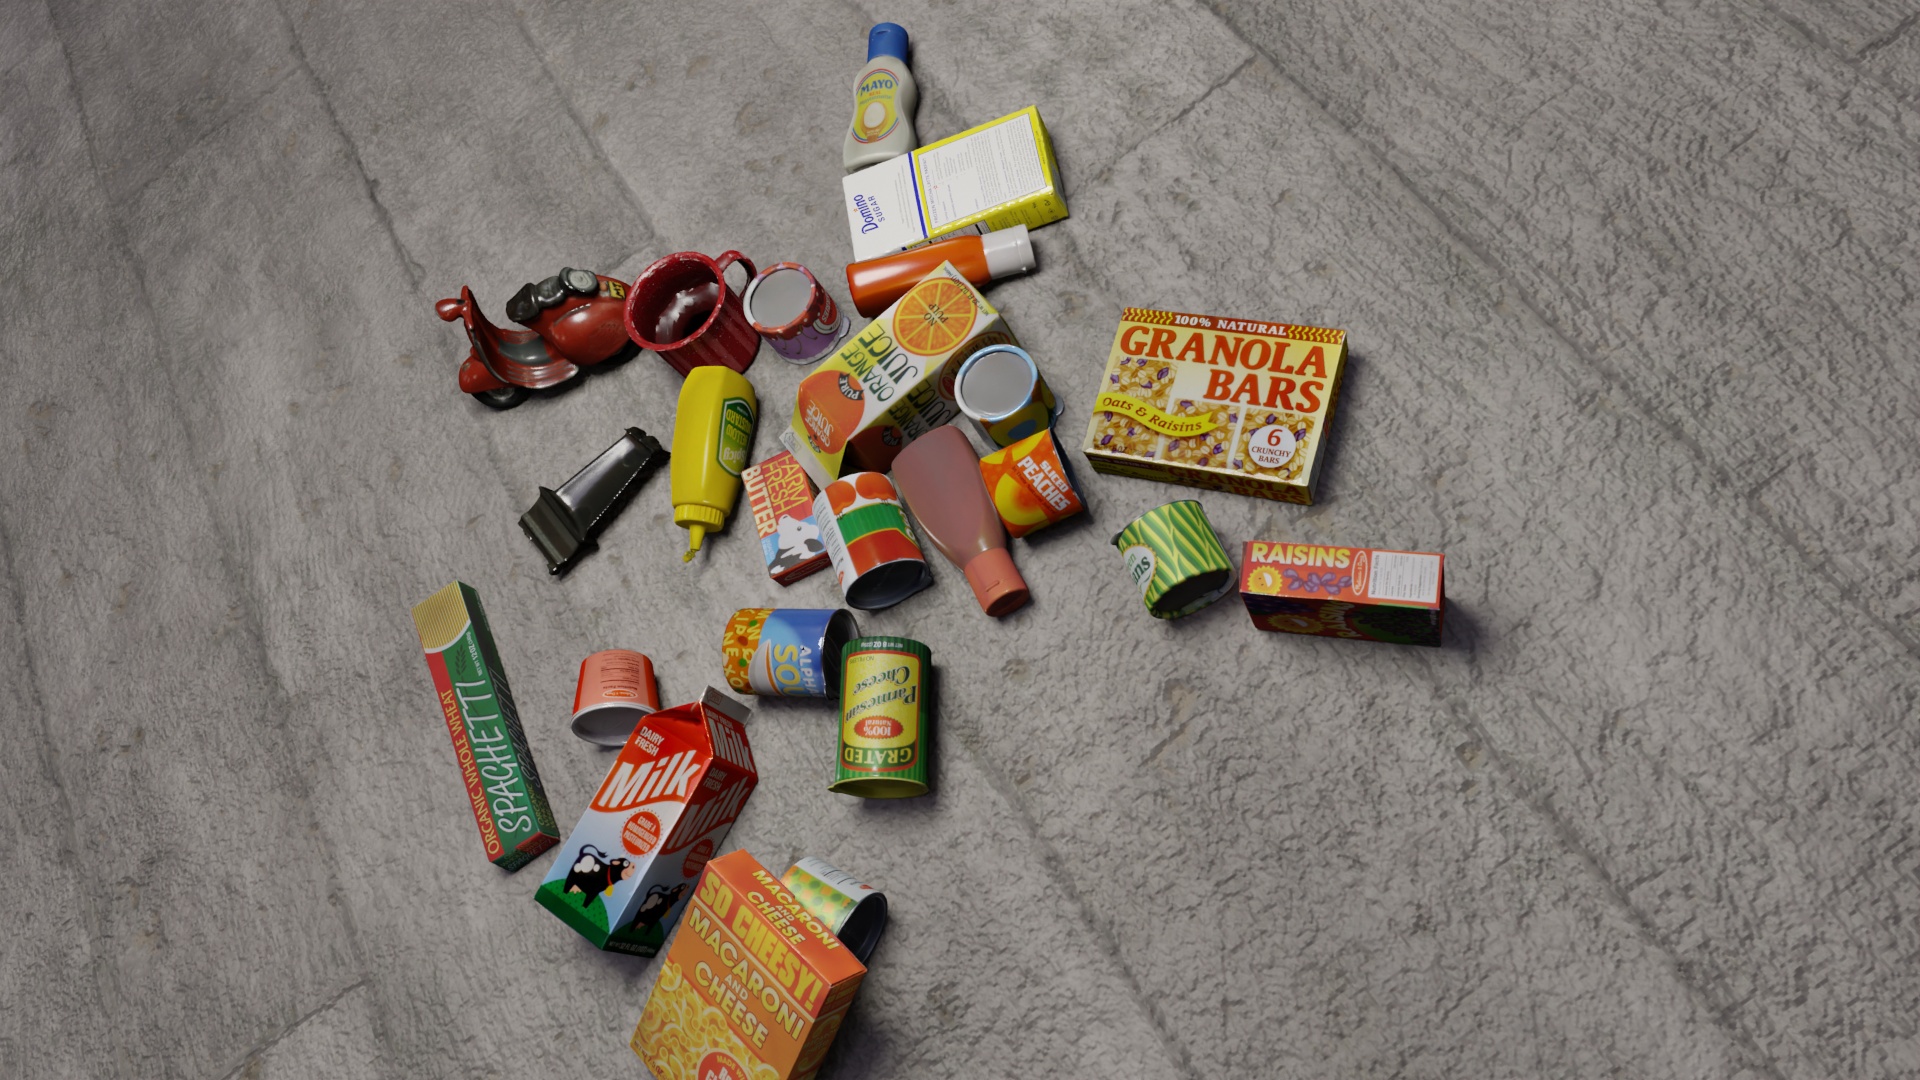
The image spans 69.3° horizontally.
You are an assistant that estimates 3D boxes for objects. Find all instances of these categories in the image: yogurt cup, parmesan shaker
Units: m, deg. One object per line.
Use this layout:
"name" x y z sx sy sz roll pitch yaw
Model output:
"yogurt cup" -0.264 0.119 1.065 0.072 0.072 0.054 -17 56 13
"parmesan shaker" -0.057 0.126 0.985 0.071 0.071 0.103 -7 66 17

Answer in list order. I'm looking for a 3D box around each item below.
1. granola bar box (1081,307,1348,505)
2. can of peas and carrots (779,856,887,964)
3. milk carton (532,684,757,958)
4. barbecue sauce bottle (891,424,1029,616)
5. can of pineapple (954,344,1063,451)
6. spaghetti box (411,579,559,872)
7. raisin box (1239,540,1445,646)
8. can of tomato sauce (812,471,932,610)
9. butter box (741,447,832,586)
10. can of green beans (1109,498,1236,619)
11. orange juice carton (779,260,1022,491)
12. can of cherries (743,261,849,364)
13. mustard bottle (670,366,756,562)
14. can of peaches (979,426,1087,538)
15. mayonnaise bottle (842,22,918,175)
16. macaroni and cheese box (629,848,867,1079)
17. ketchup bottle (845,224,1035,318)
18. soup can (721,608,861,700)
"granola bar box" 0.186 -0.100 1.009 0.165 0.039 0.124 11 73 24
"can of peas and carrots" -0.093 0.259 0.942 0.059 0.071 0.071 22 77 27
"milk carton" -0.216 0.197 1.009 0.073 0.072 0.191 25 78 27
"barbecue sauce bottle" 0.004 -0.013 1.035 0.065 0.043 0.149 -34 62 11
"can of pineapple" 0.036 -0.108 1.055 0.071 0.057 0.071 -7 66 17
"spaghetti box" -0.384 0.144 1.117 0.050 0.028 0.251 -33 61 5
"raisin box" 0.249 0.034 0.903 0.123 0.086 0.040 4 72 21
"can of tomato sauce" -0.066 0.000 1.043 0.071 0.071 0.083 -28 61 7
"butter box" -0.135 -0.020 1.099 0.053 0.024 0.104 -24 62 10
"can of green beans" 0.149 0.014 0.959 0.071 0.071 0.058 -27 63 8
"orange juice carton" -0.052 -0.120 1.084 0.192 0.073 0.072 -40 61 1
"can of cherries" -0.136 -0.189 1.151 0.071 0.058 0.072 -7 66 17
"mustard bottle" -0.203 -0.059 1.120 0.049 0.065 0.160 -1 74 25
"can of peaches" 0.053 -0.041 1.014 0.058 0.071 0.071 -24 63 10
"mayonnaise bottle" -0.067 -0.384 1.218 0.065 0.041 0.148 -6 67 19
"macaroni and cheese box" -0.143 0.307 0.914 0.124 0.040 0.165 36 113 28
"ketchup bottle" -0.015 -0.218 1.121 0.149 0.064 0.043 -14 86 4
"soup can" -0.125 0.085 1.026 0.084 0.071 0.071 -1 68 20
